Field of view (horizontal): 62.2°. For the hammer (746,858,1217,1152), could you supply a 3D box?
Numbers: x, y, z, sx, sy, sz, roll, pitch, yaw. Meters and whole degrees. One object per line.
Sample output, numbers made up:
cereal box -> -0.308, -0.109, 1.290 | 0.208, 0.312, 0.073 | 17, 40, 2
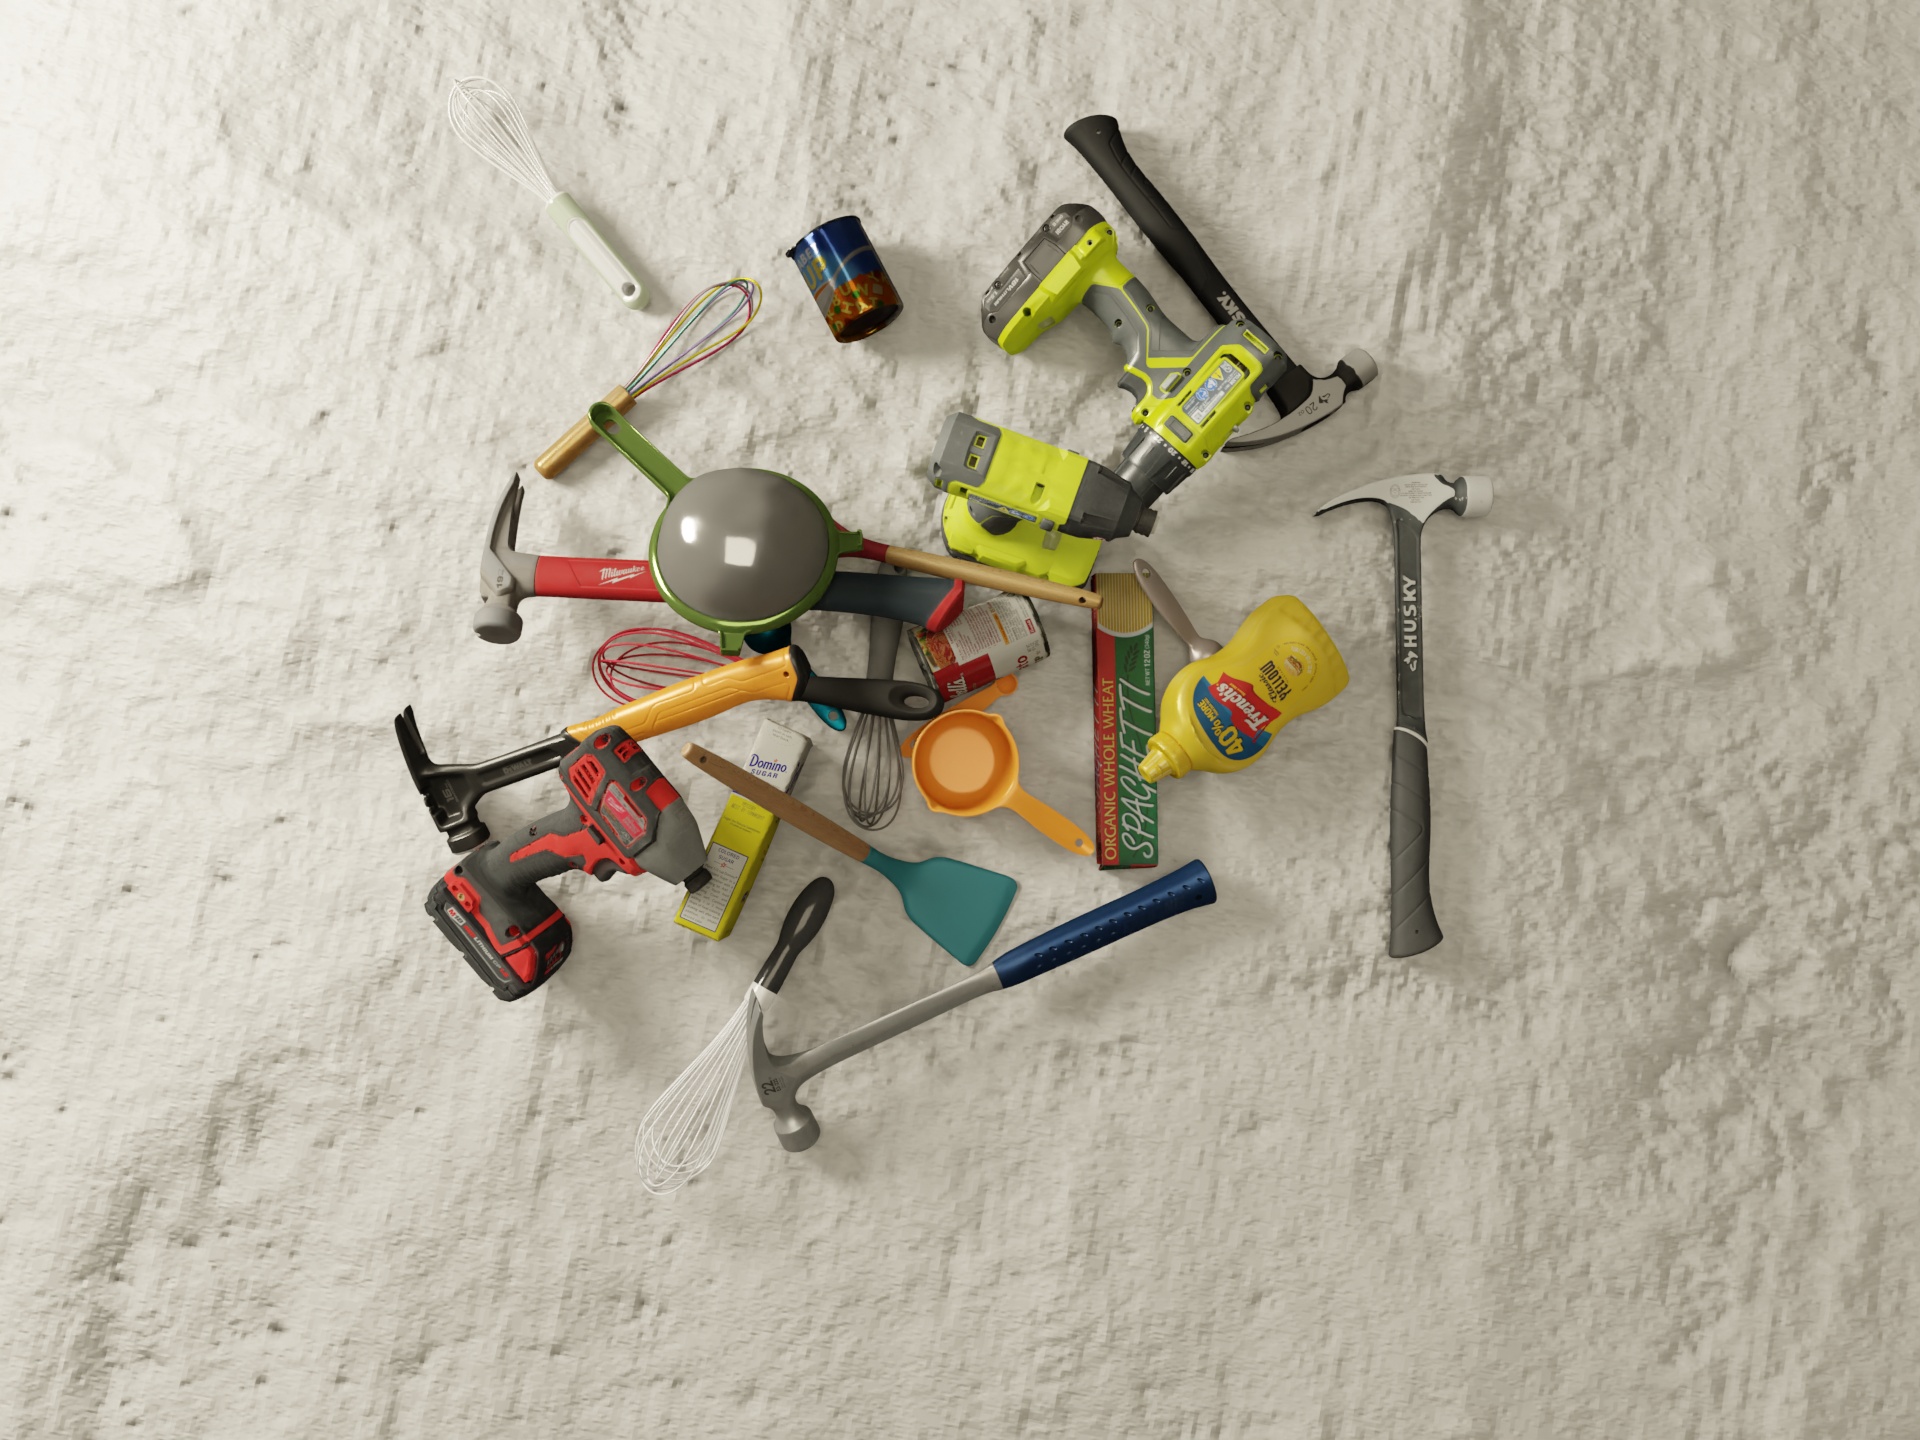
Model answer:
hammer -> 0.019, 0.207, 1.287 | 0.405, 0.035, 0.144 | -24, 117, -8

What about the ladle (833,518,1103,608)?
ladle -> -0.035, -0.132, 1.304 | 0.315, 0.031, 0.069 | 14, 113, 14

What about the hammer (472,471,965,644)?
hammer -> -0.189, -0.123, 1.283 | 0.386, 0.038, 0.143 | 3, 67, 0

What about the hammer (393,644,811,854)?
hammer -> -0.280, 0.001, 1.265 | 0.337, 0.034, 0.127 | -18, 107, 9

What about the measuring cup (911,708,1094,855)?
measuring cup -> 0.036, 0.057, 1.315 | 0.173, 0.052, 0.095 | 35, 90, -7

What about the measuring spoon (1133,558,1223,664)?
measuring spoon -> 0.185, -0.087, 1.329 | 0.034, 0.018, 0.124 | -45, 105, -23

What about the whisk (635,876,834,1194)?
whisk -> -0.179, 0.252, 1.290 | 0.070, 0.070, 0.285 | 29, 79, 1

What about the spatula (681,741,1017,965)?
spatula -> -0.089, 0.095, 1.257 | 0.317, 0.044, 0.082 | 34, 84, -34

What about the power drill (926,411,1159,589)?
power drill -> 0.061, -0.164, 1.247 | 0.171, 0.223, 0.080 | 20, 85, 0

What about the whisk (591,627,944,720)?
whisk -> -0.159, -0.031, 1.293 | 0.296, 0.073, 0.073 | 7, 85, 7

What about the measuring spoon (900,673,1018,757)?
measuring spoon -> -0.002, -0.004, 1.340 | 0.117, 0.011, 0.021 | -34, 99, -1

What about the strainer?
strainer -> -0.208, -0.182, 1.250 | 0.256, 0.069, 0.151 | 43, 71, 15

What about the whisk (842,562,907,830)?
whisk -> -0.065, -0.027, 1.323 | 0.055, 0.055, 0.239 | 6, 80, -1

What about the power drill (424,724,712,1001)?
power drill -> -0.298, 0.117, 1.235 | 0.219, 0.078, 0.143 | -38, 93, 23

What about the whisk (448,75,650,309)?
whisk -> -0.348, -0.447, 1.351 | 0.058, 0.059, 0.246 | -40, 92, 7

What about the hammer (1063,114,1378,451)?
hammer -> 0.200, -0.383, 1.367 | 0.146, 0.035, 0.335 | -37, 87, -5

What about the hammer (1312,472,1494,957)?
hammer -> 0.374, -0.006, 1.338 | 0.149, 0.036, 0.409 | 1, 85, -1

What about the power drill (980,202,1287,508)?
power drill -> 0.128, -0.296, 1.320 | 0.228, 0.080, 0.190 | 43, 100, 7

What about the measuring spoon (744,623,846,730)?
measuring spoon -> -0.137, -0.044, 1.331 | 0.042, 0.021, 0.128 | -38, 86, -4

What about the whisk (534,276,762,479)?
whisk -> -0.262, -0.289, 1.341 | 0.245, 0.051, 0.047 | -42, 93, -2
